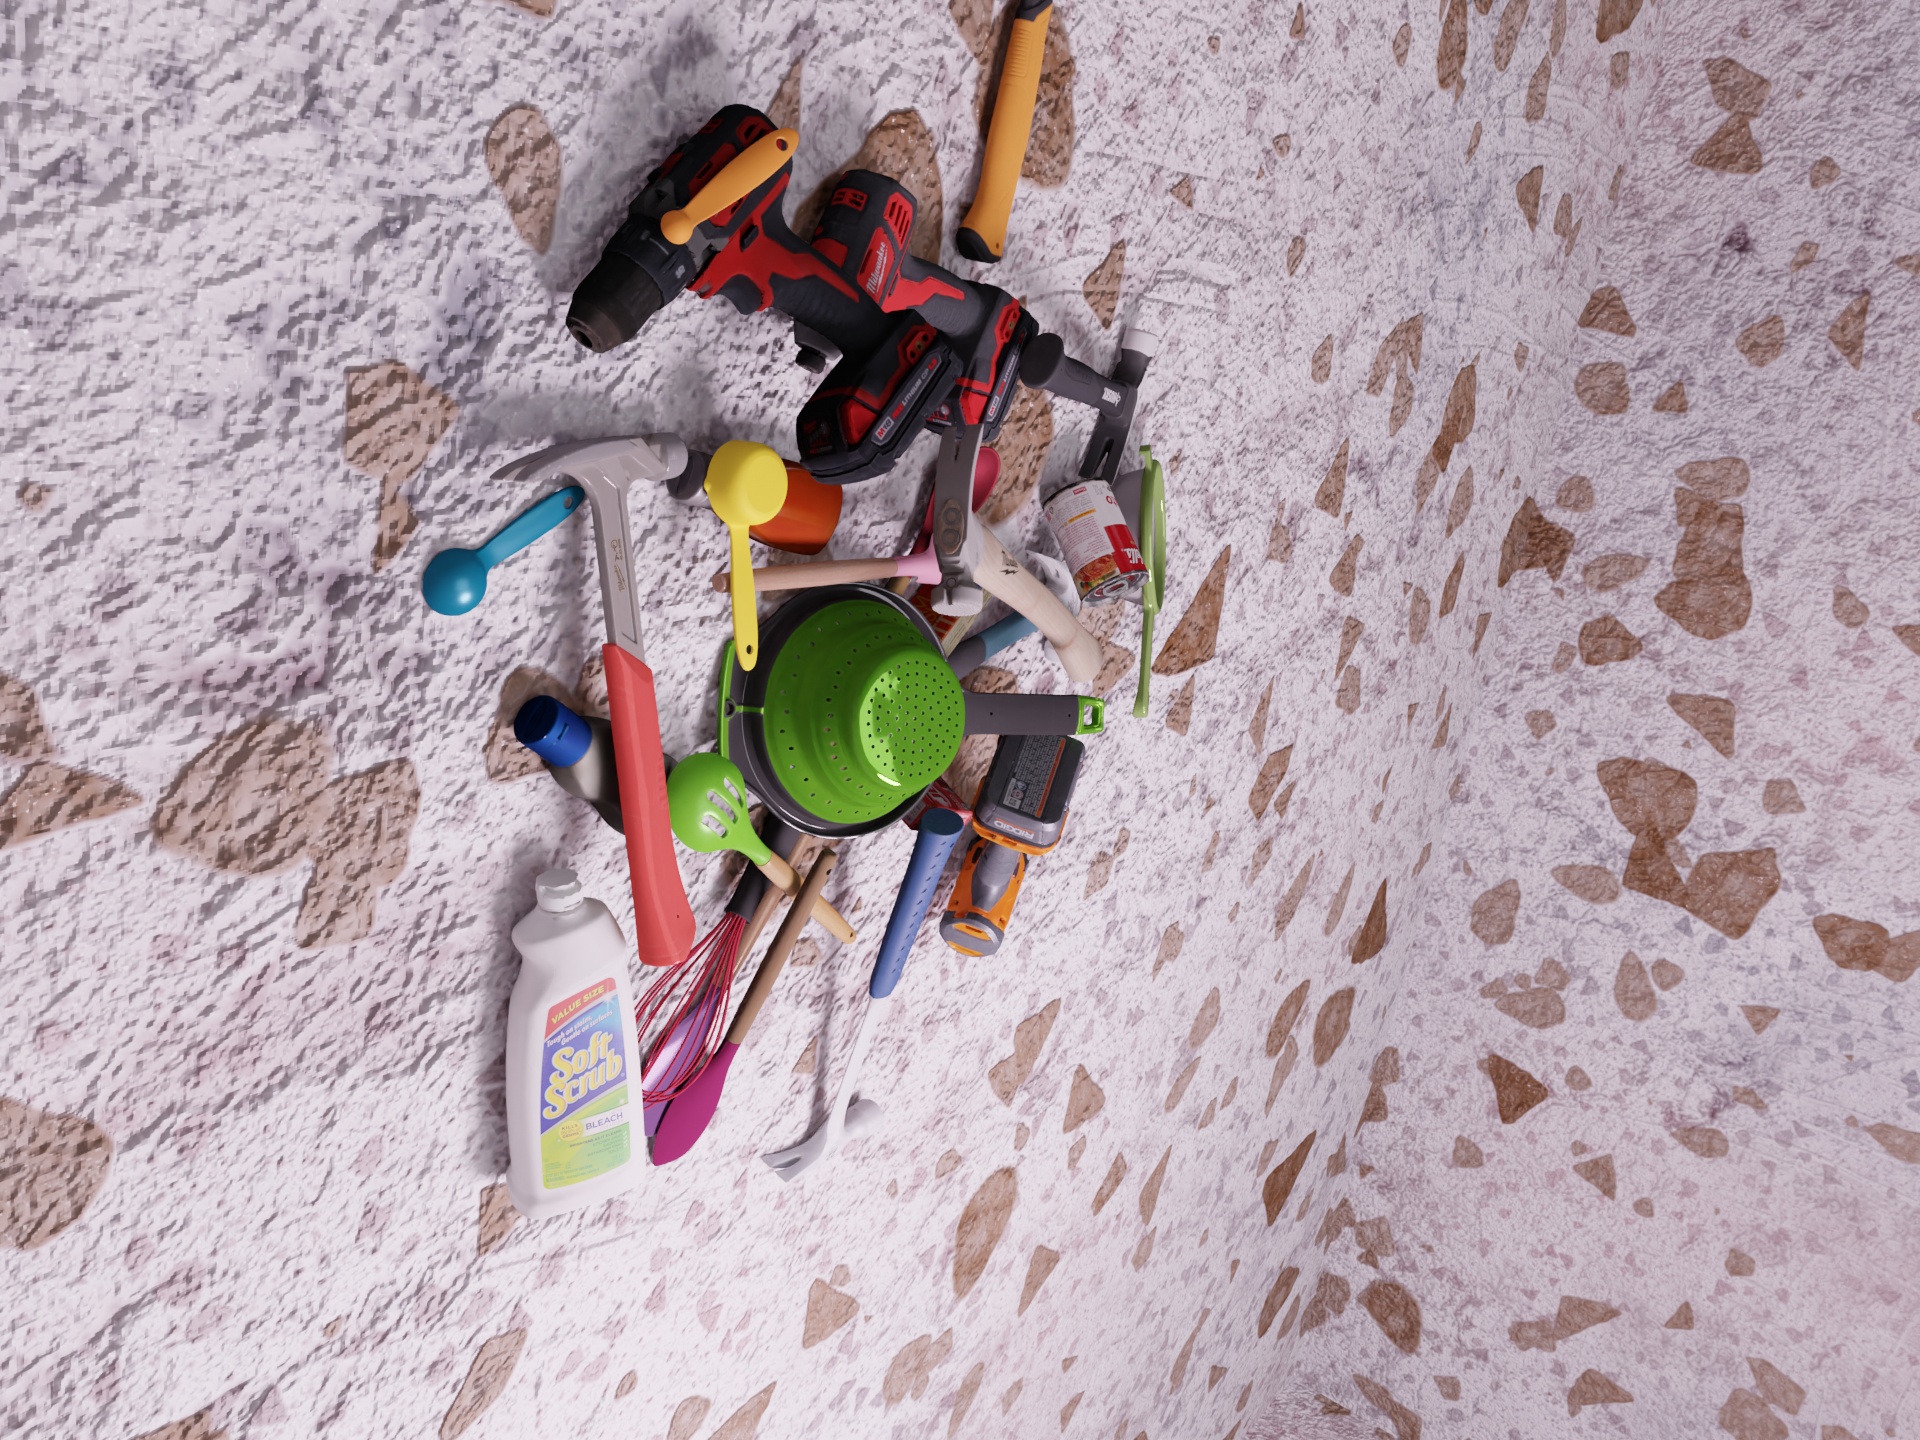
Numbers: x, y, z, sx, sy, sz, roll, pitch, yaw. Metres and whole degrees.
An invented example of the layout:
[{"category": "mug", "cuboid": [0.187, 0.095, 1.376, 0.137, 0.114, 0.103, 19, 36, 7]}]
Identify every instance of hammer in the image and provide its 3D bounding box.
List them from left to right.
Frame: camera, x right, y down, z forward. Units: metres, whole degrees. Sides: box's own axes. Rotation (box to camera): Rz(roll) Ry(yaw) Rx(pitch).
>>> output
[{"category": "hammer", "cuboid": [-0.220, -0.003, 1.043, 0.149, 0.037, 0.359, -29, 121, -55]}, {"category": "hammer", "cuboid": [-0.076, 0.249, 1.402, 0.144, 0.035, 0.405, -22, 140, -49]}, {"category": "hammer", "cuboid": [0.008, -0.058, 1.433, 0.331, 0.033, 0.128, -33, 135, -44]}, {"category": "hammer", "cuboid": [0.059, -0.115, 1.362, 0.410, 0.038, 0.146, 32, 59, -68]}, {"category": "hammer", "cuboid": [0.055, -0.524, 1.227, 0.127, 0.034, 0.336, -6, 114, -54]}, {"category": "hammer", "cuboid": [0.107, -0.282, 1.366, 0.335, 0.035, 0.146, -19, 126, -72]}]

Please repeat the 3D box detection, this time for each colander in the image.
[{"category": "colander", "cuboid": [-0.002, -0.004, 1.276, 0.397, 0.094, 0.204, 1, 94, -40]}]

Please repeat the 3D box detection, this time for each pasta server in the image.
[{"category": "pasta server", "cuboid": [-0.076, -0.118, 1.210, 0.316, 0.040, 0.060, -13, 130, -52]}]

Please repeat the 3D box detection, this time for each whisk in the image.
[{"category": "whisk", "cuboid": [-0.185, 0.172, 1.254, 0.296, 0.073, 0.073, -63, 149, -21]}]

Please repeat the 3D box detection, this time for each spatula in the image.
[{"category": "spatula", "cuboid": [-0.186, 0.194, 1.300, 0.316, 0.018, 0.059, -61, 147, -11]}]

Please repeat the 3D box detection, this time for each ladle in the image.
[{"category": "ladle", "cuboid": [-0.059, -0.098, 1.313, 0.315, 0.031, 0.069, -59, 148, -12]}]

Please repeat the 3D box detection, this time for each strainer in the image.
[{"category": "strainer", "cuboid": [0.157, -0.127, 1.539, 0.151, 0.069, 0.256, 52, 42, -71]}]

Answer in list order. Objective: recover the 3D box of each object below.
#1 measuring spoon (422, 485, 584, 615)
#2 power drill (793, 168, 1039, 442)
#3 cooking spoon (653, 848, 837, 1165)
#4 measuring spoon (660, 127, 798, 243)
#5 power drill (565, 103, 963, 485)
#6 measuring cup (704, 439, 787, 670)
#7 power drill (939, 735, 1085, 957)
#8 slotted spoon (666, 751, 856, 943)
[{"category": "measuring spoon", "cuboid": [-0.274, -0.107, 0.979, 0.129, 0.021, 0.042, -45, 142, -32]}, {"category": "power drill", "cuboid": [-0.040, -0.294, 1.182, 0.219, 0.079, 0.143, 24, 88, -56]}, {"category": "cooking spoon", "cuboid": [-0.172, 0.236, 1.281, 0.068, 0.017, 0.319, -2, 124, -58]}, {"category": "measuring spoon", "cuboid": [-0.136, -0.324, 0.957, 0.117, 0.011, 0.021, -47, 113, -24]}, {"category": "power drill", "cuboid": [-0.125, -0.250, 1.013, 0.226, 0.080, 0.188, 45, 67, -27]}, {"category": "measuring cup", "cuboid": [-0.139, -0.111, 1.075, 0.062, 0.029, 0.156, -14, 106, -52]}, {"category": "power drill", "cuboid": [0.047, 0.100, 1.486, 0.226, 0.084, 0.164, 109, 2, -50]}, {"category": "slotted spoon", "cuboid": [-0.142, 0.114, 1.238, 0.070, 0.031, 0.313, -65, 151, -19]}]
